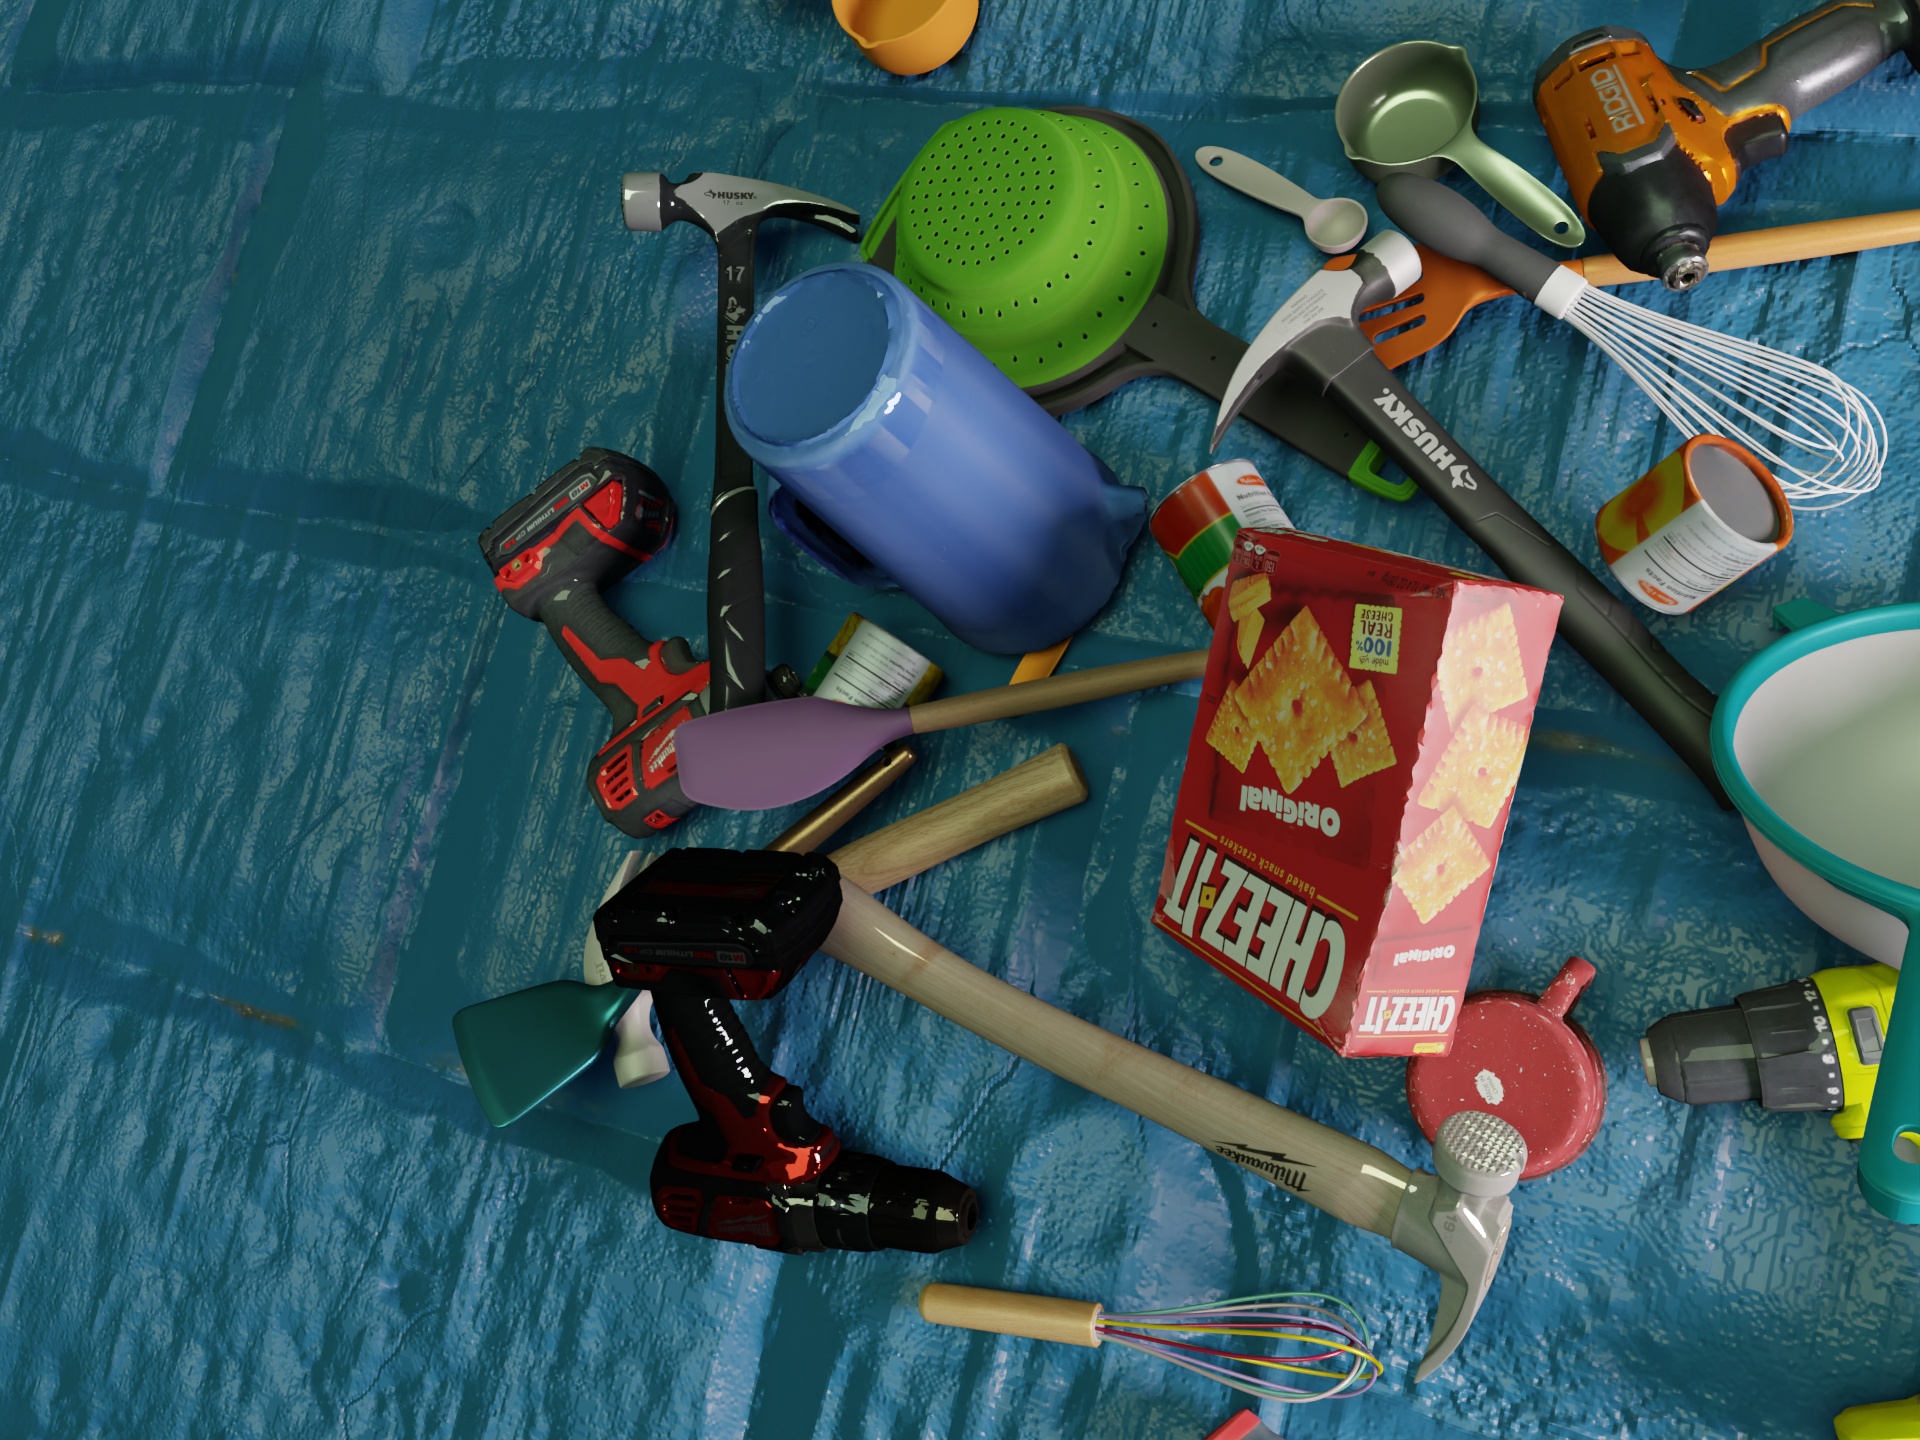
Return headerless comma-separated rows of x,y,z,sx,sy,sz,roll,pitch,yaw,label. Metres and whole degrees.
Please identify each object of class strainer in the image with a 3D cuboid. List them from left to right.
0.400,0.082,0.640,0.211,0.095,0.340,12,45,32,strainer

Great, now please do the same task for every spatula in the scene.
-0.153,0.112,0.911,0.317,0.044,0.082,-39,58,8,spatula
-0.001,-0.003,0.875,0.316,0.018,0.060,-12,78,1,spatula
0.350,-0.234,0.832,0.322,0.041,0.081,-4,79,17,spatula

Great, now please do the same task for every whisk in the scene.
0.090,0.308,0.809,0.245,0.047,0.051,-2,80,25,whisk
0.326,-0.196,0.791,0.285,0.070,0.070,38,94,15,whisk

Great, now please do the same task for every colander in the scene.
0.088,-0.241,0.893,0.397,0.094,0.204,37,95,25,colander

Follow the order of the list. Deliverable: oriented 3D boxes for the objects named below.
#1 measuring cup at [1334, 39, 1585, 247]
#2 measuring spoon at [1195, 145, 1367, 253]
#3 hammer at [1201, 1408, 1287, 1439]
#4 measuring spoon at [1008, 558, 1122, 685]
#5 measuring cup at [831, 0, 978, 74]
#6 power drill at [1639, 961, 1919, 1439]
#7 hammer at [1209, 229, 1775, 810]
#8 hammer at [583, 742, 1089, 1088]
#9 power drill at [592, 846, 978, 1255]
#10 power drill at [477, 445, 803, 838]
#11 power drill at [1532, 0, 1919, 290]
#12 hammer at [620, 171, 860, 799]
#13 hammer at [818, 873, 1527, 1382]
0.275,-0.301,0.864,0.083,0.038,0.168,-43,66,8,measuring cup
0.183,-0.301,0.919,0.034,0.018,0.124,-45,59,-6,measuring spoon
0.284,0.417,0.710,0.386,0.038,0.143,12,85,23,hammer
0.059,-0.051,0.916,0.021,0.011,0.117,36,97,31,measuring spoon
-0.068,-0.472,1.033,0.174,0.052,0.095,21,87,26,measuring cup
0.412,0.217,0.681,0.190,0.080,0.229,-12,72,18,power drill
0.270,-0.089,0.795,0.146,0.035,0.335,-38,77,-6,hammer
-0.079,0.094,0.928,0.331,0.031,0.130,-26,71,15,hammer
-0.091,0.187,0.846,0.188,0.080,0.226,1,112,22,power drill
-0.194,-0.052,0.983,0.143,0.078,0.220,-34,71,12,power drill
0.412,-0.299,0.771,0.226,0.084,0.164,-17,55,19,power drill
-0.130,-0.148,0.953,0.149,0.036,0.409,-1,73,-6,hammer
0.069,0.179,0.803,0.411,0.038,0.146,22,127,29,hammer
